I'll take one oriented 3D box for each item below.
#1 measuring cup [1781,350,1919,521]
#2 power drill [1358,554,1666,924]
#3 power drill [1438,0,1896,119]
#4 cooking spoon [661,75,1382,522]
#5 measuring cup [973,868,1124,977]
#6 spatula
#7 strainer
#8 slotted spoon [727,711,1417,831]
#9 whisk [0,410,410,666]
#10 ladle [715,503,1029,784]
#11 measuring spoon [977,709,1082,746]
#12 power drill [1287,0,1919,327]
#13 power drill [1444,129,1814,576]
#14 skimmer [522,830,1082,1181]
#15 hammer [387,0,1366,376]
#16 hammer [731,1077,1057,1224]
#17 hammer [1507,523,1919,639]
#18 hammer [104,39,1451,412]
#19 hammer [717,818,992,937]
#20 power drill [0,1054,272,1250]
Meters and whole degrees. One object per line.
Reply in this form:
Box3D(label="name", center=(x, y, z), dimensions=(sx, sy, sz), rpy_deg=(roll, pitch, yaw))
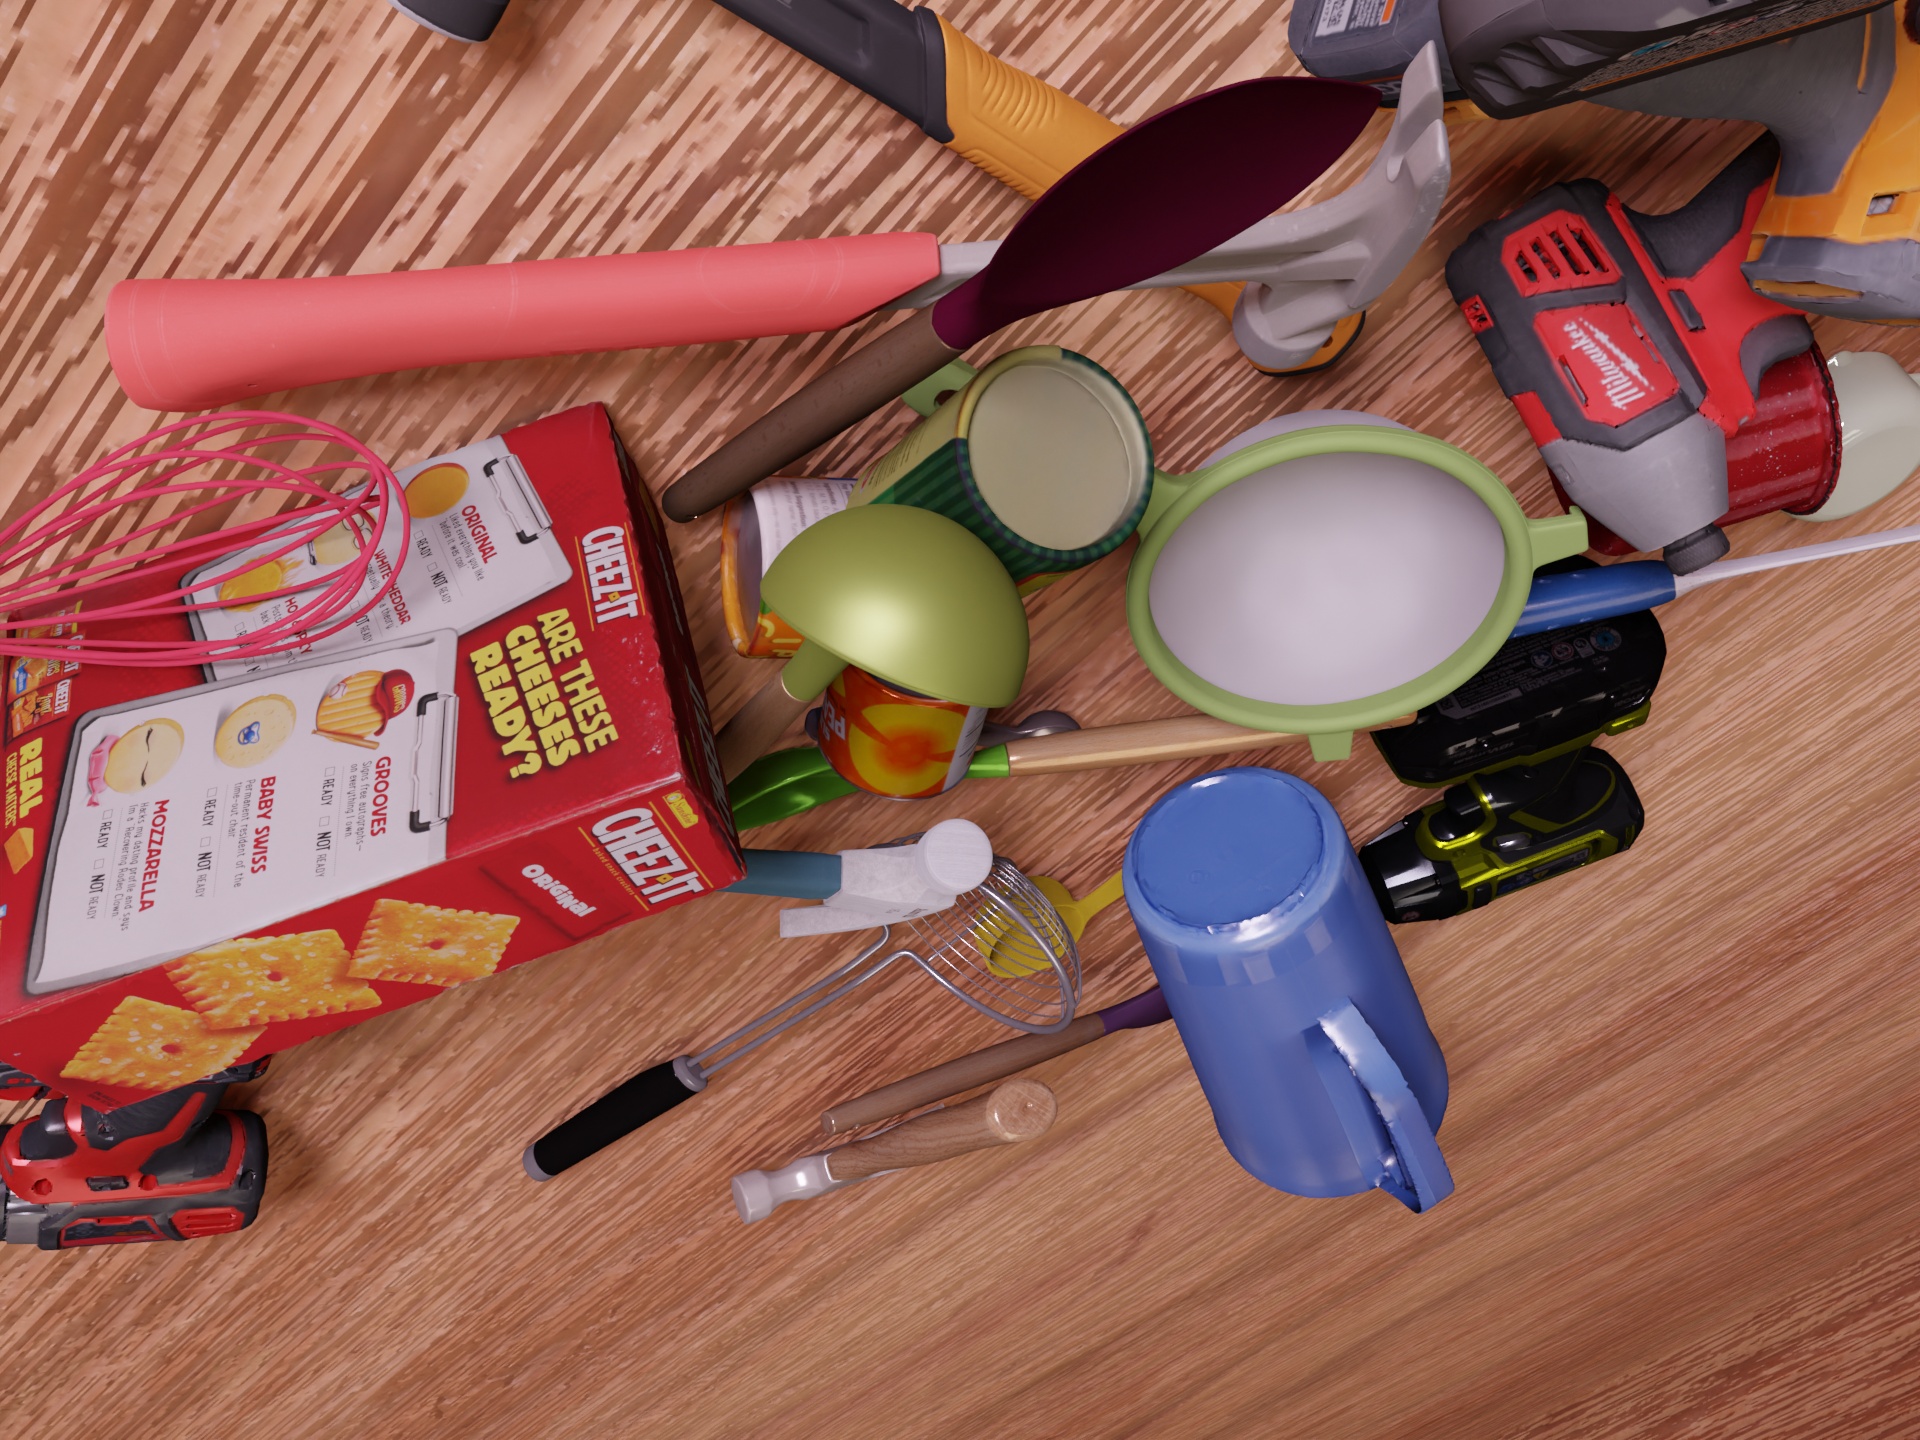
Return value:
Box3D(label="measuring cup", center=(0.436, -0.137, 0.709), dimensions=(0.167, 0.038, 0.083), rpy_deg=(-18, 142, 1))
Box3D(label="power drill", center=(0.265, 0.028, 0.807), dimensions=(0.171, 0.080, 0.223), rpy_deg=(-21, 145, 1))
Box3D(label="power drill", center=(0.156, -0.261, 0.321), dimensions=(0.190, 0.080, 0.228), rpy_deg=(-17, 98, -3))
Box3D(label="cooking spoon", center=(-0.016, -0.100, 0.435), dimensions=(0.068, 0.017, 0.319), rpy_deg=(-10, 177, -34))
Box3D(label="measuring cup", center=(0.074, 0.078, 0.831), dimensions=(0.156, 0.029, 0.062), rpy_deg=(-35, 142, 0))
Box3D(label="spatula", center=(0.055, 0.177, 0.881), dimensions=(0.315, 0.018, 0.059), rpy_deg=(-10, 143, -38))
Box3D(label="strainer", center=(0.093, -0.088, 0.604), dimensions=(0.256, 0.069, 0.151), rpy_deg=(24, 132, -18))
Box3D(label="slotted spoon", center=(0.045, 0.014, 0.694), dimensions=(0.313, 0.031, 0.070), rpy_deg=(-7, 167, -4))
Box3D(label="whisk", center=(-0.300, -0.032, 0.480), dimensions=(0.296, 0.073, 0.073), rpy_deg=(-13, 143, 10))
Box3D(label="ladle", center=(-0.066, 0.005, 0.551), dimensions=(0.078, 0.062, 0.320), rpy_deg=(20, 157, -17))
Box3D(label="measuring spoon", center=(-0.001, -0.002, 0.704), dimensions=(0.124, 0.018, 0.034), rpy_deg=(11, 142, -25))
Box3D(label="power drill", center=(0.220, -0.226, 0.438), dimensions=(0.226, 0.084, 0.185), rpy_deg=(11, 101, -23))
Box3D(label="power drill", center=(0.296, -0.154, 0.545), dimensions=(0.219, 0.143, 0.078), rpy_deg=(-29, 179, 10))
Box3D(label="skimmer", center=(-0.100, 0.169, 0.804), dimensions=(0.363, 0.090, 0.127), rpy_deg=(-33, 108, 20))
Box3D(label="hammer", center=(0.015, -0.185, 0.468), dimensions=(0.336, 0.034, 0.127), rpy_deg=(18, 130, -38))
Box3D(label="hammer", center=(-0.025, 0.229, 0.862), dimensions=(0.130, 0.031, 0.331), rpy_deg=(-13, 166, -25))
Box3D(label="hammer", center=(0.307, -0.060, 0.667), dimensions=(0.405, 0.035, 0.144), rpy_deg=(-11, -172, 14))
Box3D(label="hammer", center=(-0.055, -0.123, 0.442), dimensions=(0.359, 0.037, 0.149), rpy_deg=(-5, 174, -1))
Box3D(label="hammer", center=(-0.163, 0.055, 0.644), dimensions=(0.331, 0.033, 0.128), rpy_deg=(6, 162, -18))
Box3D(label="power drill", center=(-0.391, 0.163, 0.682), dimensions=(0.187, 0.080, 0.226), rpy_deg=(5, 139, -28))
